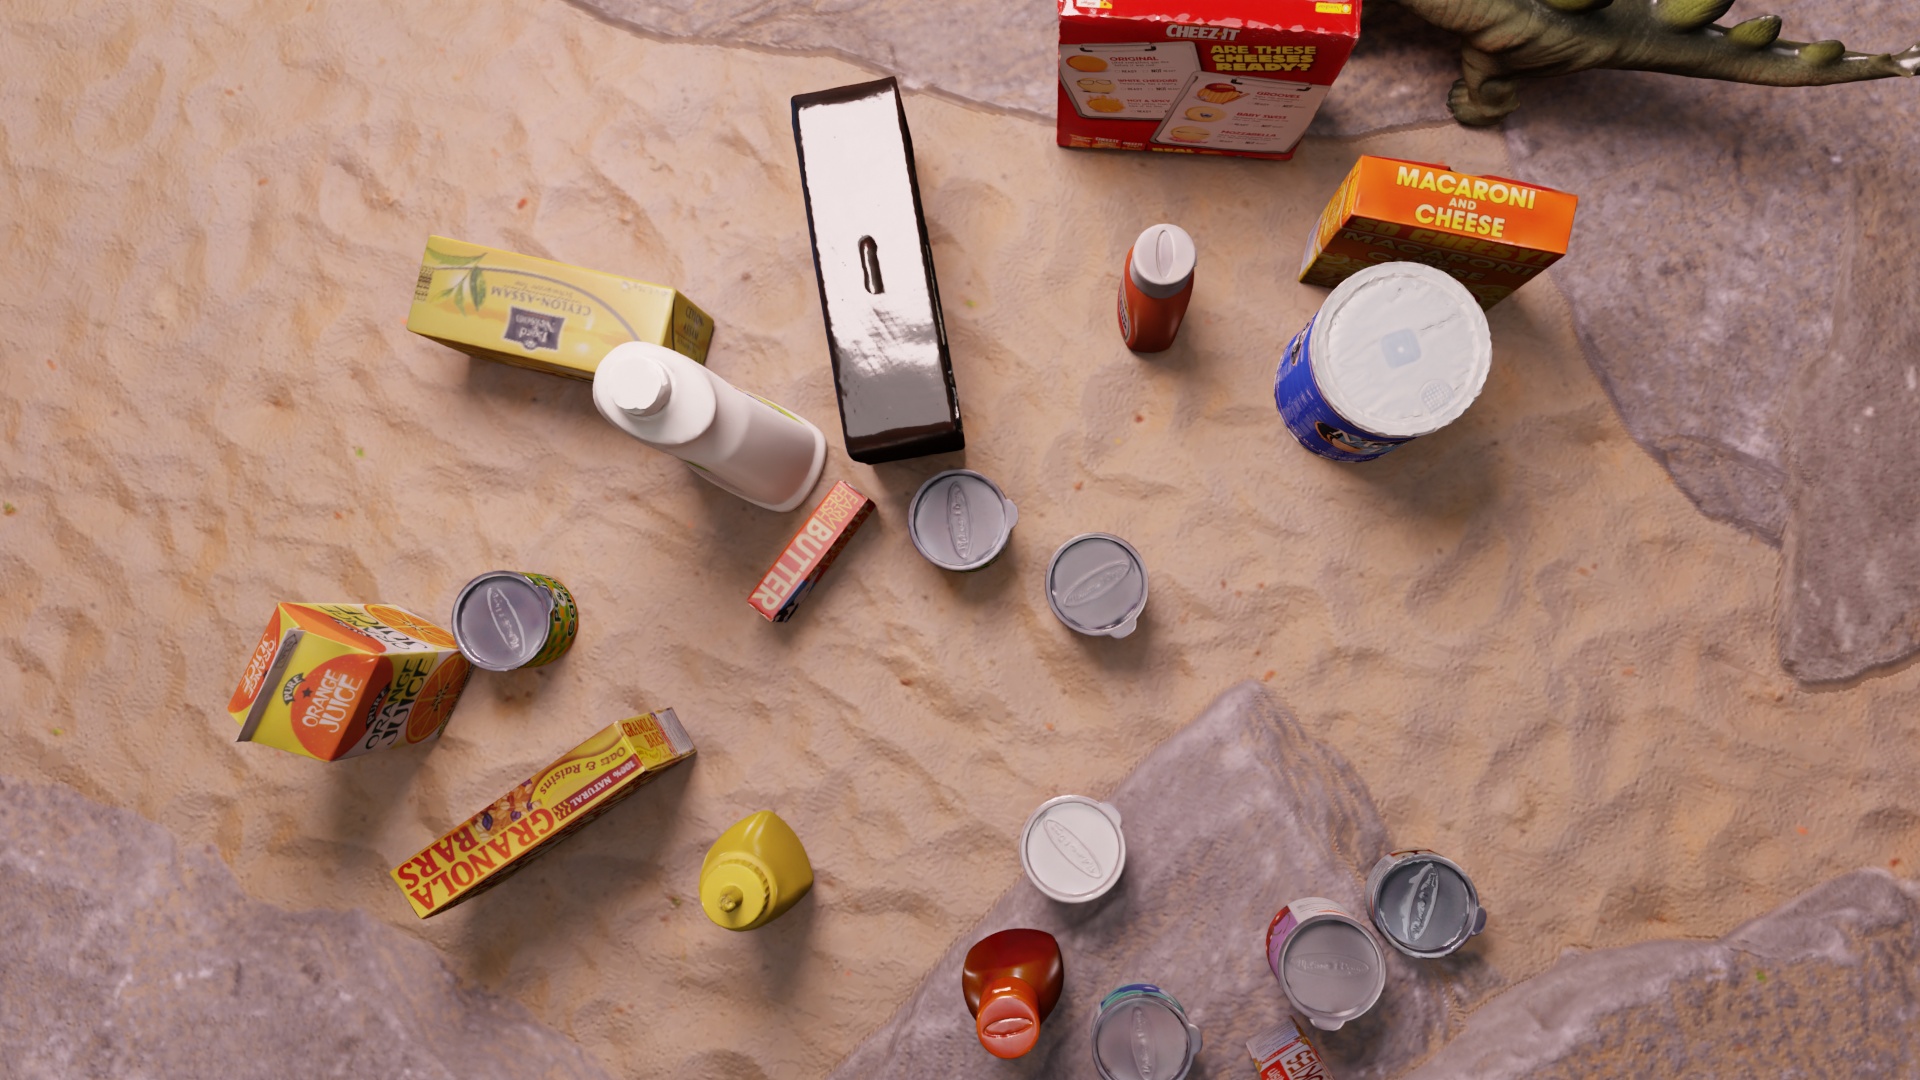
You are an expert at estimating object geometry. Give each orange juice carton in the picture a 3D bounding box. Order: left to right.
[{"bbox_3d":[-0.382,0.086,0.866,0.073,0.192,0.072,26,89,5],"label":"orange juice carton"}]

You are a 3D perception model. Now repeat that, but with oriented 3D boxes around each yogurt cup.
[{"bbox_3d":[0.072,0.196,0.901,0.072,0.054,0.072,0,86,4],"label":"yogurt cup"}]

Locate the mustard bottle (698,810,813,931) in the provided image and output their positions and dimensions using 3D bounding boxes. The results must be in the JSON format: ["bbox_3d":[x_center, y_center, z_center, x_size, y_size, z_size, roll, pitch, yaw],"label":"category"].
[{"bbox_3d":[-0.131,0.209,0.859,0.049,0.160,0.065,-34,85,1],"label":"mustard bottle"}]

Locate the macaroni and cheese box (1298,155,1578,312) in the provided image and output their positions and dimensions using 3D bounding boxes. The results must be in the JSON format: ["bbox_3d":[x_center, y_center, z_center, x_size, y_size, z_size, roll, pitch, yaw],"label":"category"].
[{"bbox_3d":[0.286,-0.185,0.856,0.124,0.166,0.040,12,88,4],"label":"macaroni and cheese box"}]

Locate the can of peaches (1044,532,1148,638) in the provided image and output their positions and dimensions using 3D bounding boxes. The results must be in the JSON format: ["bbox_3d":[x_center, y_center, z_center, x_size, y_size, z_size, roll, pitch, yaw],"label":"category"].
[{"bbox_3d":[0.089,0.031,0.909,0.071,0.058,0.071,0,86,4],"label":"can of peaches"}]

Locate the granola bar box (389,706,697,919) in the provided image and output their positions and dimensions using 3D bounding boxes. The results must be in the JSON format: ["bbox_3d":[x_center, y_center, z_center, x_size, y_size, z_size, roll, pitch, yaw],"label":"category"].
[{"bbox_3d":[-0.259,0.171,0.887,0.165,0.124,0.039,-34,85,1],"label":"granola bar box"}]

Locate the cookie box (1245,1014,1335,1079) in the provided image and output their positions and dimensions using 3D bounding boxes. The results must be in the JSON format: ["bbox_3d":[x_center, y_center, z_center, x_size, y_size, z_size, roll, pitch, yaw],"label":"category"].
[{"bbox_3d":[0.230,0.366,0.823,0.040,0.167,0.123,-33,85,1],"label":"cookie box"}]

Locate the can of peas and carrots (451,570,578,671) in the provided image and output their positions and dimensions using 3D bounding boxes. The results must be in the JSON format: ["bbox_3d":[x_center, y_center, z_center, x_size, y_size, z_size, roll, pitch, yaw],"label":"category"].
[{"bbox_3d":[-0.295,0.052,0.930,0.071,0.058,0.071,0,86,4],"label":"can of peas and carrots"}]

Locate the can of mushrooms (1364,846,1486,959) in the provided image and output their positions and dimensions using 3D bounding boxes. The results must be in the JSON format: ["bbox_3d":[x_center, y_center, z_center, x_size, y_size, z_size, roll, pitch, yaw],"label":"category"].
[{"bbox_3d":[0.298,0.233,0.895,0.071,0.033,0.071,0,86,4],"label":"can of mushrooms"}]

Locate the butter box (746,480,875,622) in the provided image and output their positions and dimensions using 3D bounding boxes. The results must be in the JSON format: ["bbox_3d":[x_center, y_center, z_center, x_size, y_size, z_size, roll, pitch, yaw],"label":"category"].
[{"bbox_3d":[-0.098,0.007,0.924,0.024,0.053,0.103,38,89,5],"label":"butter box"}]

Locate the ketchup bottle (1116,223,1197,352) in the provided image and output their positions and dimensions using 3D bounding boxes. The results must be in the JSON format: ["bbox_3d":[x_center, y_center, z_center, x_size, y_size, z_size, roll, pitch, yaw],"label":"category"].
[{"bbox_3d":[0.124,-0.162,0.874,0.043,0.149,0.064,-1,87,4],"label":"ketchup bottle"}]

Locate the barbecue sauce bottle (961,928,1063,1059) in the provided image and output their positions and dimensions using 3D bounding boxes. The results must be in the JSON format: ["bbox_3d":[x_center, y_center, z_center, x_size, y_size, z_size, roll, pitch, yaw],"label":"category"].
[{"bbox_3d":[0.031,0.276,0.850,0.065,0.148,0.043,-11,86,3],"label":"barbecue sauce bottle"}]

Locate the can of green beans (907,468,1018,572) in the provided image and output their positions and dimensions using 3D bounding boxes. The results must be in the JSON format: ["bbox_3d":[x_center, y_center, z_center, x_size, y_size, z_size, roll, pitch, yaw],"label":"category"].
[{"bbox_3d":[0.001,-0.012,0.917,0.071,0.058,0.071,0,86,4],"label":"can of green beans"}]

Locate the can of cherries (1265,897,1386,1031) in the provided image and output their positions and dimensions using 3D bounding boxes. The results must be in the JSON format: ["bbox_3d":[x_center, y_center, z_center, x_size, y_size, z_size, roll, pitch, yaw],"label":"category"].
[{"bbox_3d":[0.230,0.268,0.884,0.071,0.058,0.071,0,86,4],"label":"can of cherries"}]

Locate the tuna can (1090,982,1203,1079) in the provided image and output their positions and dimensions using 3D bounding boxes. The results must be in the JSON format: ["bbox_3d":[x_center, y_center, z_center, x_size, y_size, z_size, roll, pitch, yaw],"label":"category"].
[{"bbox_3d":[0.120,0.323,0.900,0.071,0.033,0.071,0,86,4],"label":"tuna can"}]
